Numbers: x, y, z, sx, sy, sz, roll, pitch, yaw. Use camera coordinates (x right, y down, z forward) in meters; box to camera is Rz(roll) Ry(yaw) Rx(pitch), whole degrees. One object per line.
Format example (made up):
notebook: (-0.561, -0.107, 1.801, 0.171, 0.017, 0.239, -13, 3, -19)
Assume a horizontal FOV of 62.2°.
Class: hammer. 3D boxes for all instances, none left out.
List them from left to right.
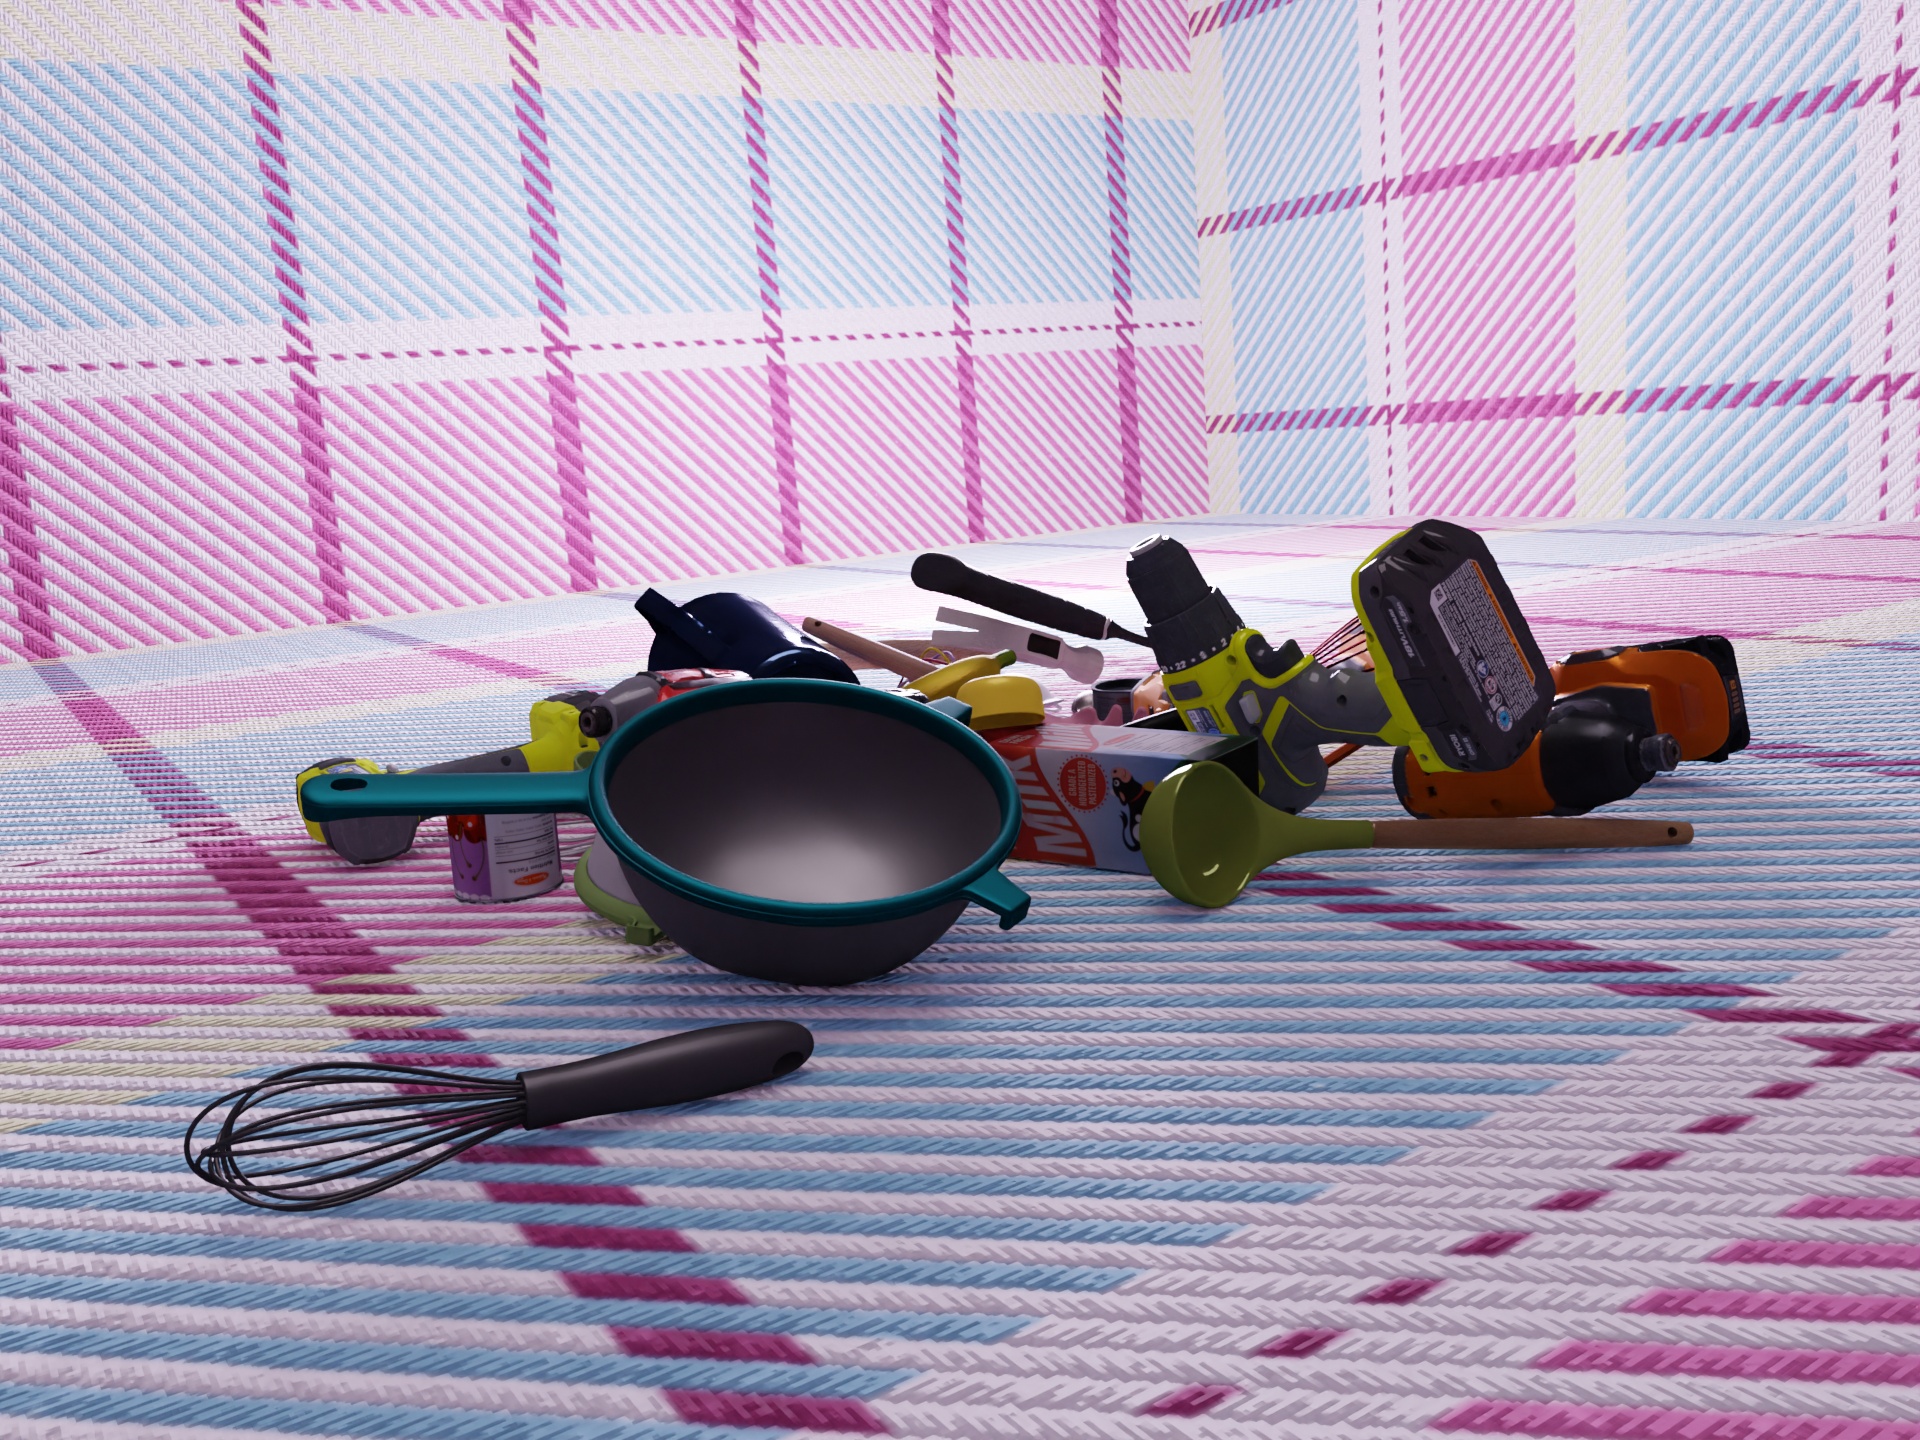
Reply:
hammer: (-0.034, -0.059, 1.362, 0.130, 0.031, 0.331, 18, -10, -36)
hammer: (0.126, -0.073, 1.292, 0.408, 0.036, 0.149, 14, -2, -39)

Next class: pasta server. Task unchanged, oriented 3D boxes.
pasta server: (0.013, -0.023, 1.183, 0.316, 0.040, 0.060, 23, 59, 22)

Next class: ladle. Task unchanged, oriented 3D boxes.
ladle: (0.252, 0.061, 0.863, 0.320, 0.078, 0.062, 0, -5, -7)

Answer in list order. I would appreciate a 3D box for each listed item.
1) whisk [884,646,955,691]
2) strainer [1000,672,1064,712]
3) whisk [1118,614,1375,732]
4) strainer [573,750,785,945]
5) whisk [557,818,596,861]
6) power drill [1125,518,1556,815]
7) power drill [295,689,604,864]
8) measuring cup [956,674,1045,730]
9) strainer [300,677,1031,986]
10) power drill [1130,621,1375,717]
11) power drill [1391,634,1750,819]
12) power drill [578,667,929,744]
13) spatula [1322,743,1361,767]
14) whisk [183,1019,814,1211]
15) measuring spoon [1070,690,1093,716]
whisk: (-0.047, -0.023, 1.325, 0.051, 0.047, 0.245, -50, 12, -19)
strainer: (0.006, 0.000, 1.322, 0.087, 0.050, 0.258, -16, 5, 39)
whisk: (0.222, -0.022, 1.061, 0.296, 0.073, 0.073, -21, 6, 16)
strainer: (-0.174, 0.045, 0.948, 0.151, 0.069, 0.257, -11, 25, -33)
whisk: (-0.181, 0.061, 1.074, 0.246, 0.057, 0.059, -5, 45, -20)
power drill: (0.203, -0.038, 0.918, 0.080, 0.190, 0.228, -38, 14, -32)
power drill: (-0.363, 0.039, 1.163, 0.223, 0.080, 0.171, -14, 15, -31)
measuring cup: (-0.002, -0.003, 1.055, 0.062, 0.029, 0.156, 2, -11, -33)
strainer: (-0.142, 0.067, 0.785, 0.340, 0.095, 0.211, 0, 30, -10)
power drill: (0.256, -0.017, 1.196, 0.226, 0.084, 0.185, -10, 8, -7)
power drill: (0.394, 0.007, 0.973, 0.226, 0.084, 0.164, -17, 6, -40)
power drill: (-0.140, 0.008, 1.055, 0.220, 0.078, 0.143, 11, 11, 37)
spatula: (0.143, 0.036, 1.072, 0.322, 0.041, 0.081, -6, -13, -2)
whisk: (-0.168, 0.144, 0.614, 0.239, 0.055, 0.055, -6, 10, -28)
measuring spoon: (0.101, -0.008, 1.376, 0.034, 0.018, 0.124, 0, 12, 18)
